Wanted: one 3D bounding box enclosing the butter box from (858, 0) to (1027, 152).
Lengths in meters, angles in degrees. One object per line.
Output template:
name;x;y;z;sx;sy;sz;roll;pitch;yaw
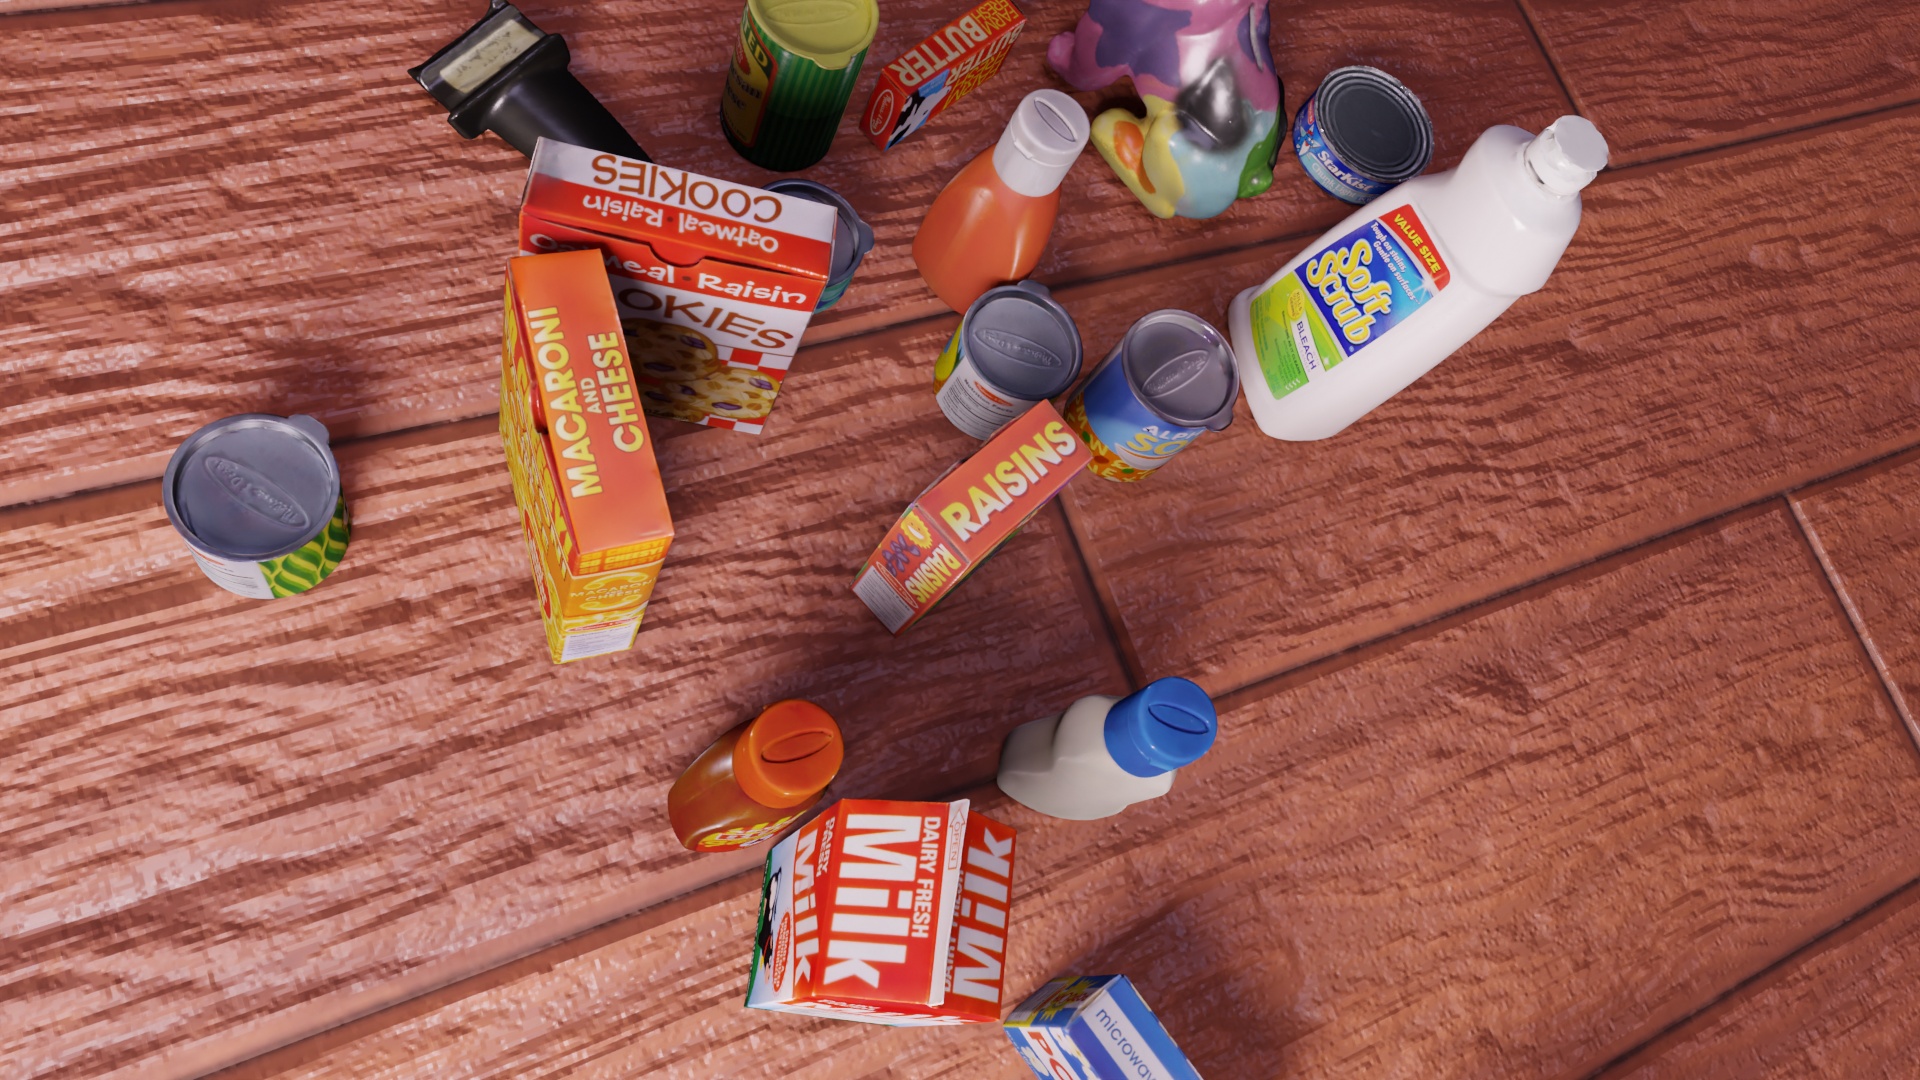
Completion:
butter box;-0.010;-0.267;0.791;0.024;0.053;0.104;47;64;2

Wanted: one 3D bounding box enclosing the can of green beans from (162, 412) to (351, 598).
can of green beans;-0.300;-0.013;0.597;0.071;0.057;0.071;6;69;-17

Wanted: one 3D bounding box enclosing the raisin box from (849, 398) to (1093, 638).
raisin box;0.002;-0.008;0.661;0.086;0.123;0.040;-39;87;-26

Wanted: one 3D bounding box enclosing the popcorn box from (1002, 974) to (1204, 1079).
popcorn box;0.081;0.253;0.613;0.038;0.085;0.127;-35;85;-26

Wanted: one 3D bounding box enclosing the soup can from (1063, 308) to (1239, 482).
soup can;0.101;-0.073;0.740;0.071;0.083;0.071;6;69;-17

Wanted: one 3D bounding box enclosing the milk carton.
milk carton;-0.031;0.152;0.554;0.073;0.189;0.072;13;68;-14

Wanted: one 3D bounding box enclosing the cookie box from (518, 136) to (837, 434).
cookie box;-0.134;-0.105;0.626;0.123;0.166;0.040;10;69;-15

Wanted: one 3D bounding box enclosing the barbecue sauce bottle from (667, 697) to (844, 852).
barbecue sauce bottle;-0.083;0.099;0.579;0.065;0.148;0.044;-14;76;-22

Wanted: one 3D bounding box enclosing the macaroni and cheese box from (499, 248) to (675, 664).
macaroni and cheese box;-0.164;-0.028;0.588;0.040;0.165;0.124;-12;75;-22

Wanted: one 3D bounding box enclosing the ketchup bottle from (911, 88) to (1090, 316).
ketchup bottle;0.021;-0.172;0.713;0.065;0.148;0.044;47;64;2

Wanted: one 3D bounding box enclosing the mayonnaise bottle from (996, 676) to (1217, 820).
mayonnaise bottle;0.068;0.096;0.632;0.065;0.147;0.041;20;66;-11

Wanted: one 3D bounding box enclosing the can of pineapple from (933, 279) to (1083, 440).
can of pineapple;0.025;-0.094;0.737;0.071;0.057;0.071;6;69;-17

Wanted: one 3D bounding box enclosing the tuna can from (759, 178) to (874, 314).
tuna can;-0.084;-0.155;0.736;0.071;0.032;0.071;6;69;-17

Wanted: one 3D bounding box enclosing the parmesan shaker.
parmesan shaker;-0.087;-0.247;0.729;0.071;0.102;0.071;6;69;-17
